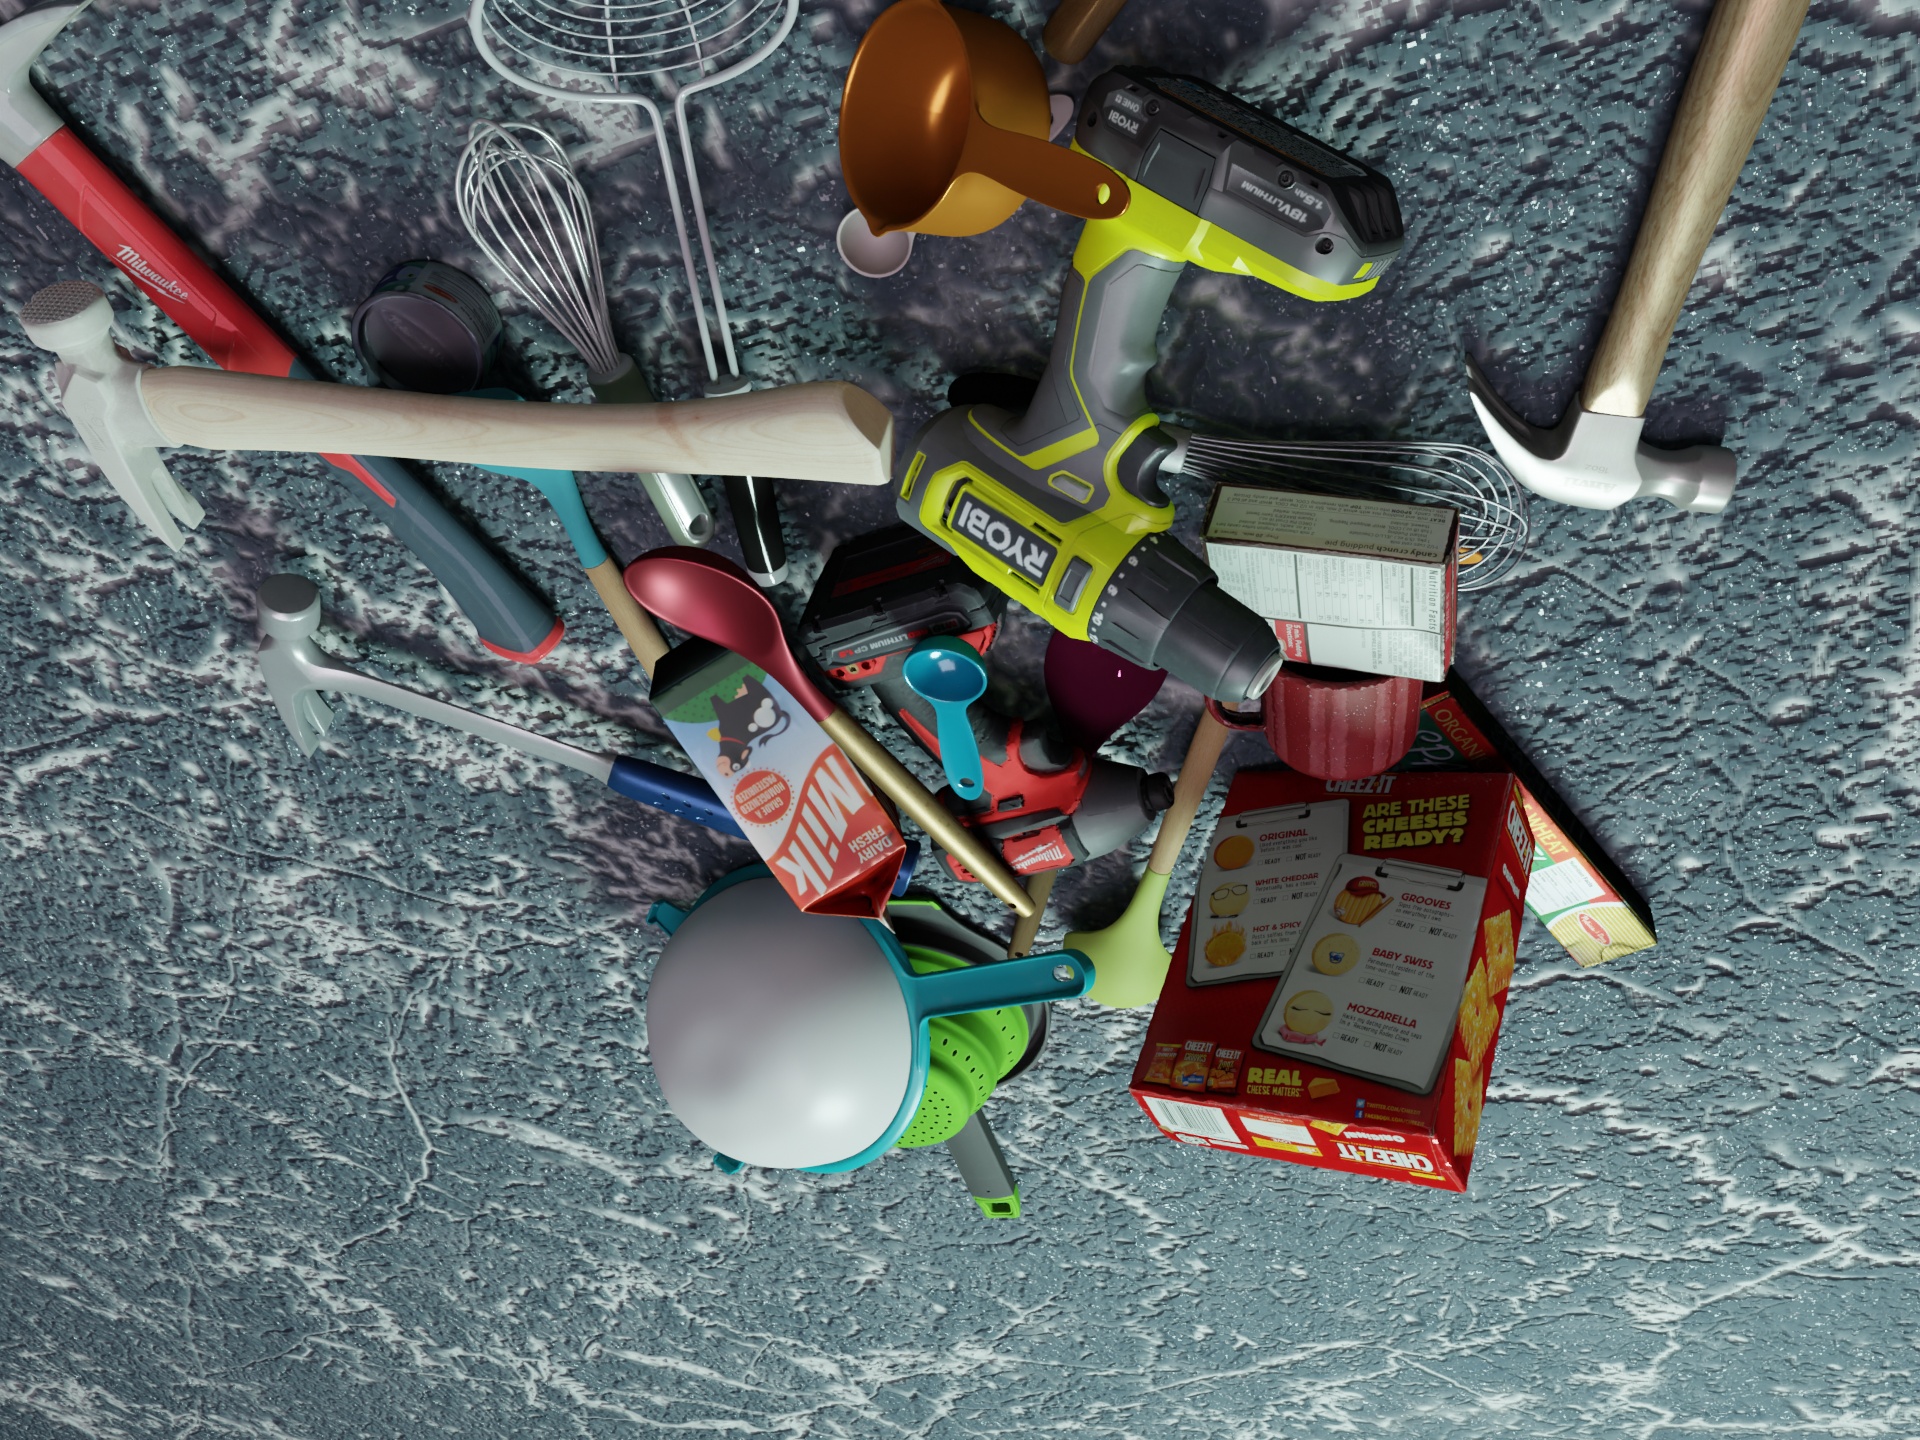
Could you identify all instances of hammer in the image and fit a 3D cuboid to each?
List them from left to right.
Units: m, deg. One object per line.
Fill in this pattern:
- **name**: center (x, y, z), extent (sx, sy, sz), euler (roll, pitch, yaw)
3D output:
- **hammer**: center (-0.331, -0.174, 0.807), extent (0.143, 0.038, 0.385), euler (-22, 126, 27)
- **hammer**: center (-0.233, -0.132, 0.761), extent (0.410, 0.038, 0.146), euler (5, 139, 10)
- **hammer**: center (-0.222, 0.029, 0.966), extent (0.405, 0.035, 0.144), euler (19, 143, -6)
- **hammer**: center (0.296, -0.225, 0.639), extent (0.130, 0.031, 0.331), euler (7, 134, 4)

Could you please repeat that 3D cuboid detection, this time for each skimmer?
- **skimmer**: center (-0.115, -0.186, 0.714), extent (0.127, 0.090, 0.362), euler (-11, 135, -4)

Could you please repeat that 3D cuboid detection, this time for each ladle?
- **ladle**: center (-0.054, 0.012, 0.830), extent (0.069, 0.031, 0.315), euler (-12, 133, 41)
- **ladle**: center (0.128, 0.061, 0.953), extent (0.078, 0.062, 0.320), euler (15, 128, 1)

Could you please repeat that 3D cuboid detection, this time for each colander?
- **colander**: center (-0.021, 0.288, 1.158), extent (0.204, 0.095, 0.396), euler (-6, 132, 16)

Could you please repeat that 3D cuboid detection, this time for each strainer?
- **strainer**: center (-0.080, 0.189, 0.985), extent (0.340, 0.095, 0.211), euler (-16, 90, 34)

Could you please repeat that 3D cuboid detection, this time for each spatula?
- **spatula**: center (-0.197, -0.063, 0.886), extent (0.082, 0.044, 0.317), euler (-6, 134, 22)

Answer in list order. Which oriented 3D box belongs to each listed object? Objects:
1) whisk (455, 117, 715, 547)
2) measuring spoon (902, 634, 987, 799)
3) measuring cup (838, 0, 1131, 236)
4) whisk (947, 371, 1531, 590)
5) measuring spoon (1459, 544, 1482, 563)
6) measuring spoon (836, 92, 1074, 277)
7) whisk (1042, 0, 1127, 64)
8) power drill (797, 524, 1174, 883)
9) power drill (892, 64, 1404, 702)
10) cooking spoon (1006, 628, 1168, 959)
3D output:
- **whisk**: center (-0.172, -0.177, 0.770), extent (0.059, 0.058, 0.246), euler (25, 151, 37)
- **measuring spoon**: center (-0.001, -0.003, 0.814), extent (0.042, 0.021, 0.128), euler (4, 144, 11)
- **measuring cup**: center (0.021, -0.221, 0.616), extent (0.052, 0.174, 0.095), euler (-7, 123, -41)
- **whisk**: center (0.131, -0.121, 0.758), extent (0.284, 0.070, 0.070), euler (14, 135, 3)
- **measuring spoon**: center (0.206, -0.095, 0.800), extent (0.117, 0.011, 0.021), euler (10, 162, -2)
- **measuring spoon**: center (-0.002, -0.239, 0.700), extent (0.124, 0.018, 0.034), euler (-28, 123, 24)
- **whisk**: center (0.101, -0.334, 0.563), extent (0.051, 0.047, 0.245), euler (29, 136, -18)
- **power drill**: center (0.019, -0.003, 0.866), extent (0.143, 0.079, 0.219), euler (-14, 127, 25)
- **power drill**: center (0.087, -0.133, 0.670), extent (0.191, 0.080, 0.228), euler (36, 124, 18)
- **cooking spoon**: center (0.063, 0.049, 0.961), extent (0.069, 0.017, 0.318), euler (12, 134, -1)
